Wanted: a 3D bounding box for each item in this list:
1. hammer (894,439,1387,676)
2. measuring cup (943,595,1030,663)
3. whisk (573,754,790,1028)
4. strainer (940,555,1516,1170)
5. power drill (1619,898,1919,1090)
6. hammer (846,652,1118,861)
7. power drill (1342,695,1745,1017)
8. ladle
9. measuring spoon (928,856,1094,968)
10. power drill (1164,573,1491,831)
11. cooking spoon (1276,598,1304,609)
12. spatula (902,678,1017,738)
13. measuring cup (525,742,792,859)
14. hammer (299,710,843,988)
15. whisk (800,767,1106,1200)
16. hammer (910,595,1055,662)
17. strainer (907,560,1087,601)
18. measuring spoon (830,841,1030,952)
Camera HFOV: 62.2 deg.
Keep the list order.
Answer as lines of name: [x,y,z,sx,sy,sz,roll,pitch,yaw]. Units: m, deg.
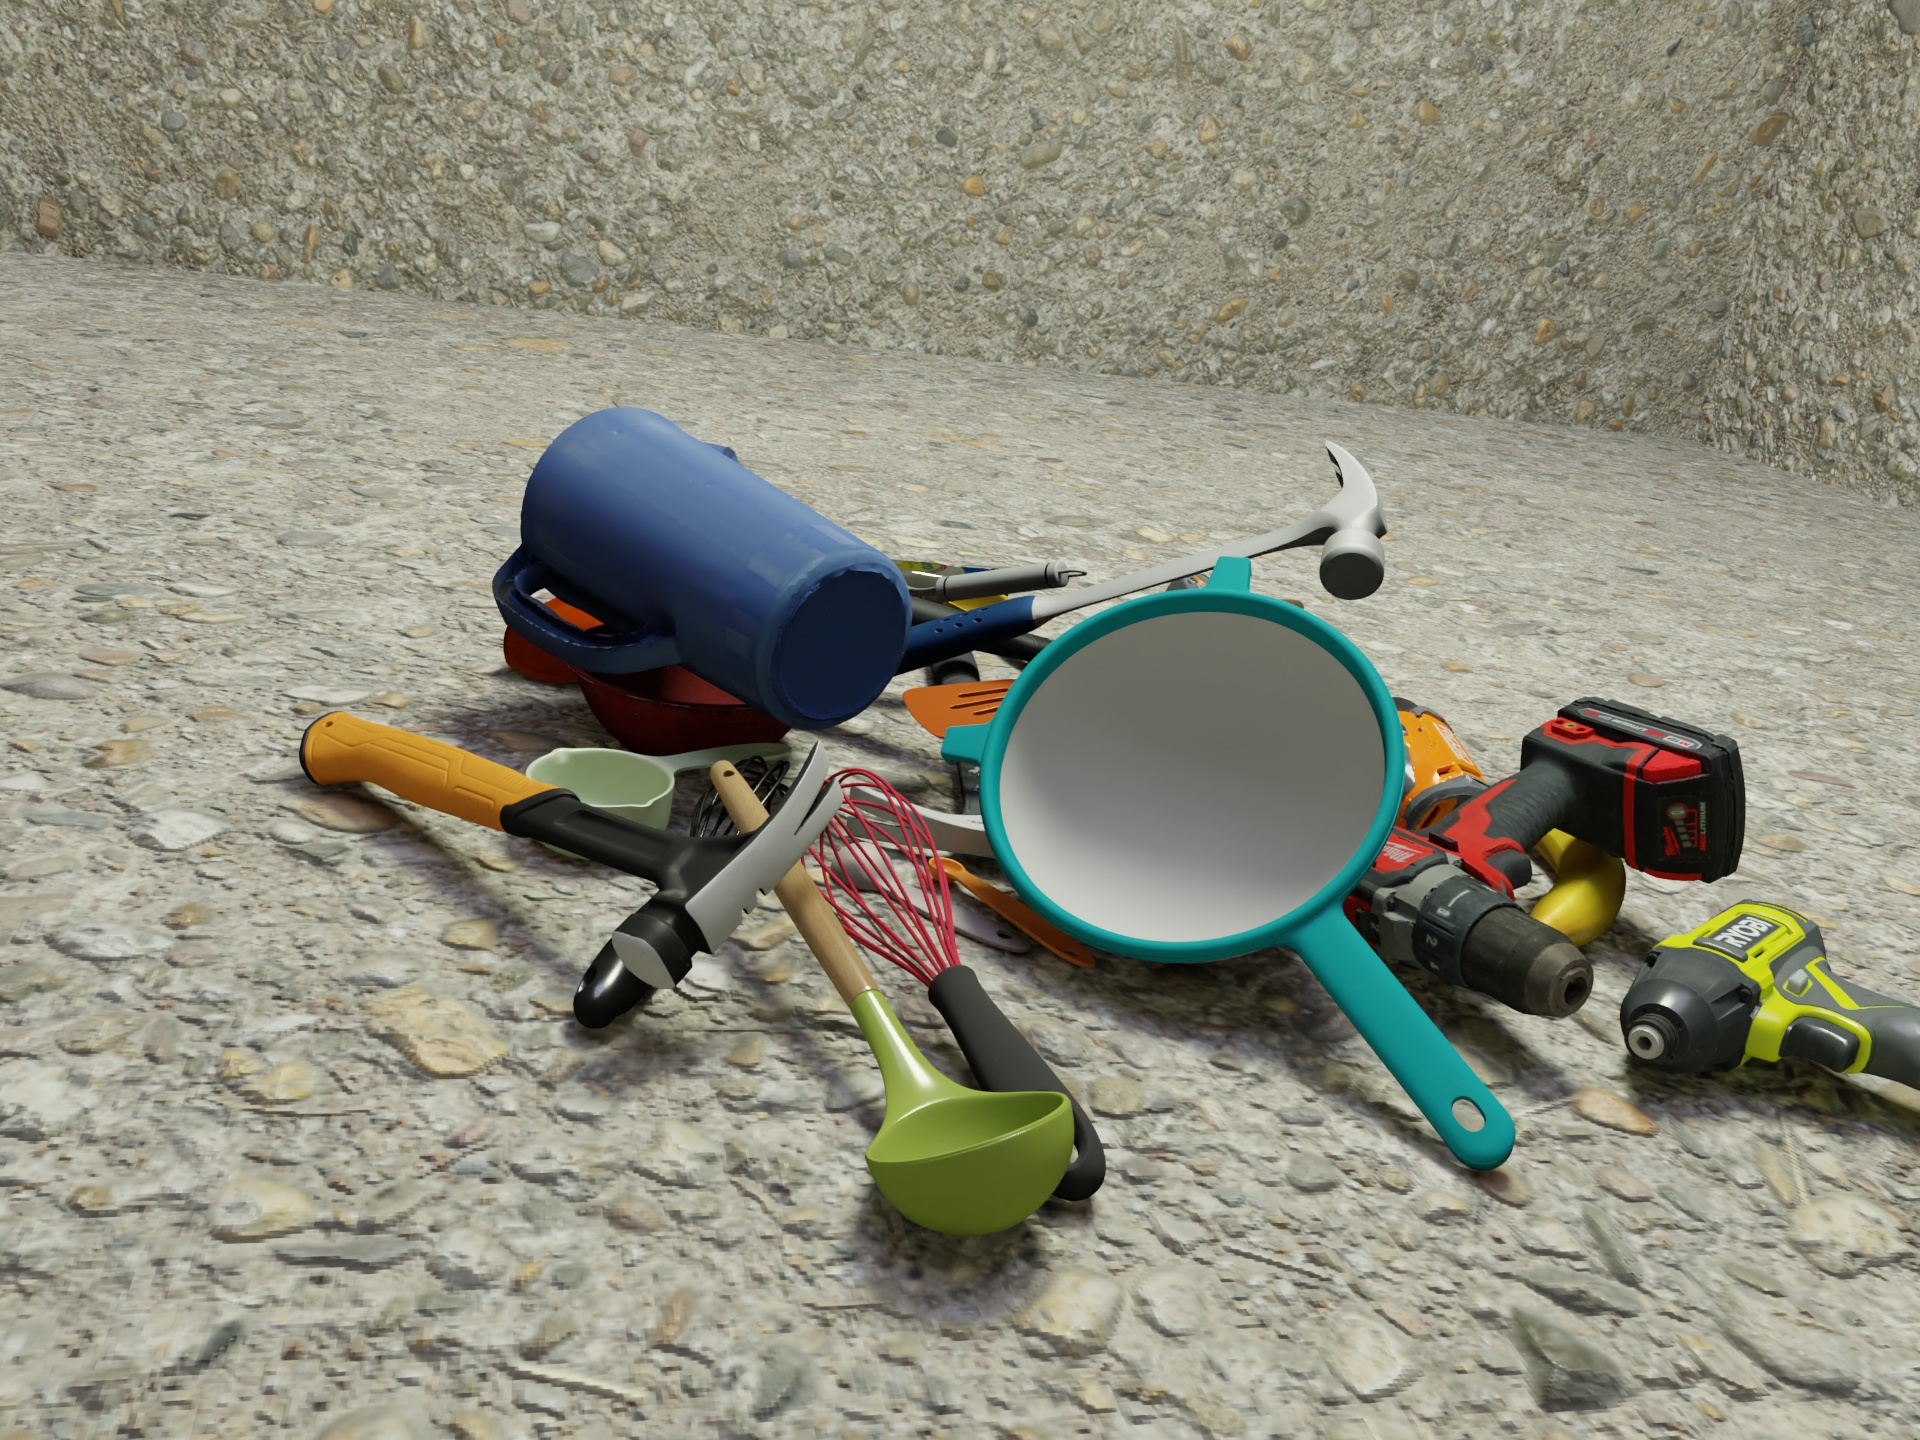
hammer: [0.059,-0.072,0.971,0.405,0.035,0.144,-15,29,25]
measuring cup: [0.037,-0.058,1.242,0.062,0.029,0.157,-5,36,-33]
whisk: [-0.130,0.078,0.767,0.055,0.055,0.239,12,25,9]
strainer: [0.152,0.085,0.785,0.211,0.095,0.341,-32,56,-5]
power drill: [0.432,0.160,0.735,0.223,0.080,0.171,22,23,41]
hammer: [-0.002,-0.003,1.052,0.149,0.036,0.409,5,20,-6]
power drill: [0.310,0.073,0.839,0.226,0.080,0.188,-20,24,-21]
ladle: [-0.050,0.094,0.674,0.078,0.062,0.320,-14,36,-22]
measuring spoon: [0.024,0.101,0.820,0.021,0.011,0.117,-4,26,-46]
power drill: [0.218,-0.004,0.992,0.226,0.084,0.164,25,23,-16]
cooking spoon: [0.246,-0.094,1.340,0.069,0.017,0.319,15,11,24]
spatula: [0.121,0.018,0.990,0.322,0.041,0.081,15,15,-23]
measuring cup: [-0.159,0.040,0.867,0.083,0.038,0.167,26,24,39]
hammer: [-0.212,0.034,0.770,0.337,0.034,0.127,12,46,38]
whisk: [-0.012,0.109,0.714,0.073,0.073,0.296,-2,28,-27]
hammer: [0.034,-0.053,1.101,0.334,0.035,0.146,14,16,-15]
strainer: [-0.017,-0.095,1.181,0.258,0.050,0.086,-4,-18,37]
measuring spoon: [-0.015,0.089,0.818,0.124,0.018,0.034,22,24,30]
